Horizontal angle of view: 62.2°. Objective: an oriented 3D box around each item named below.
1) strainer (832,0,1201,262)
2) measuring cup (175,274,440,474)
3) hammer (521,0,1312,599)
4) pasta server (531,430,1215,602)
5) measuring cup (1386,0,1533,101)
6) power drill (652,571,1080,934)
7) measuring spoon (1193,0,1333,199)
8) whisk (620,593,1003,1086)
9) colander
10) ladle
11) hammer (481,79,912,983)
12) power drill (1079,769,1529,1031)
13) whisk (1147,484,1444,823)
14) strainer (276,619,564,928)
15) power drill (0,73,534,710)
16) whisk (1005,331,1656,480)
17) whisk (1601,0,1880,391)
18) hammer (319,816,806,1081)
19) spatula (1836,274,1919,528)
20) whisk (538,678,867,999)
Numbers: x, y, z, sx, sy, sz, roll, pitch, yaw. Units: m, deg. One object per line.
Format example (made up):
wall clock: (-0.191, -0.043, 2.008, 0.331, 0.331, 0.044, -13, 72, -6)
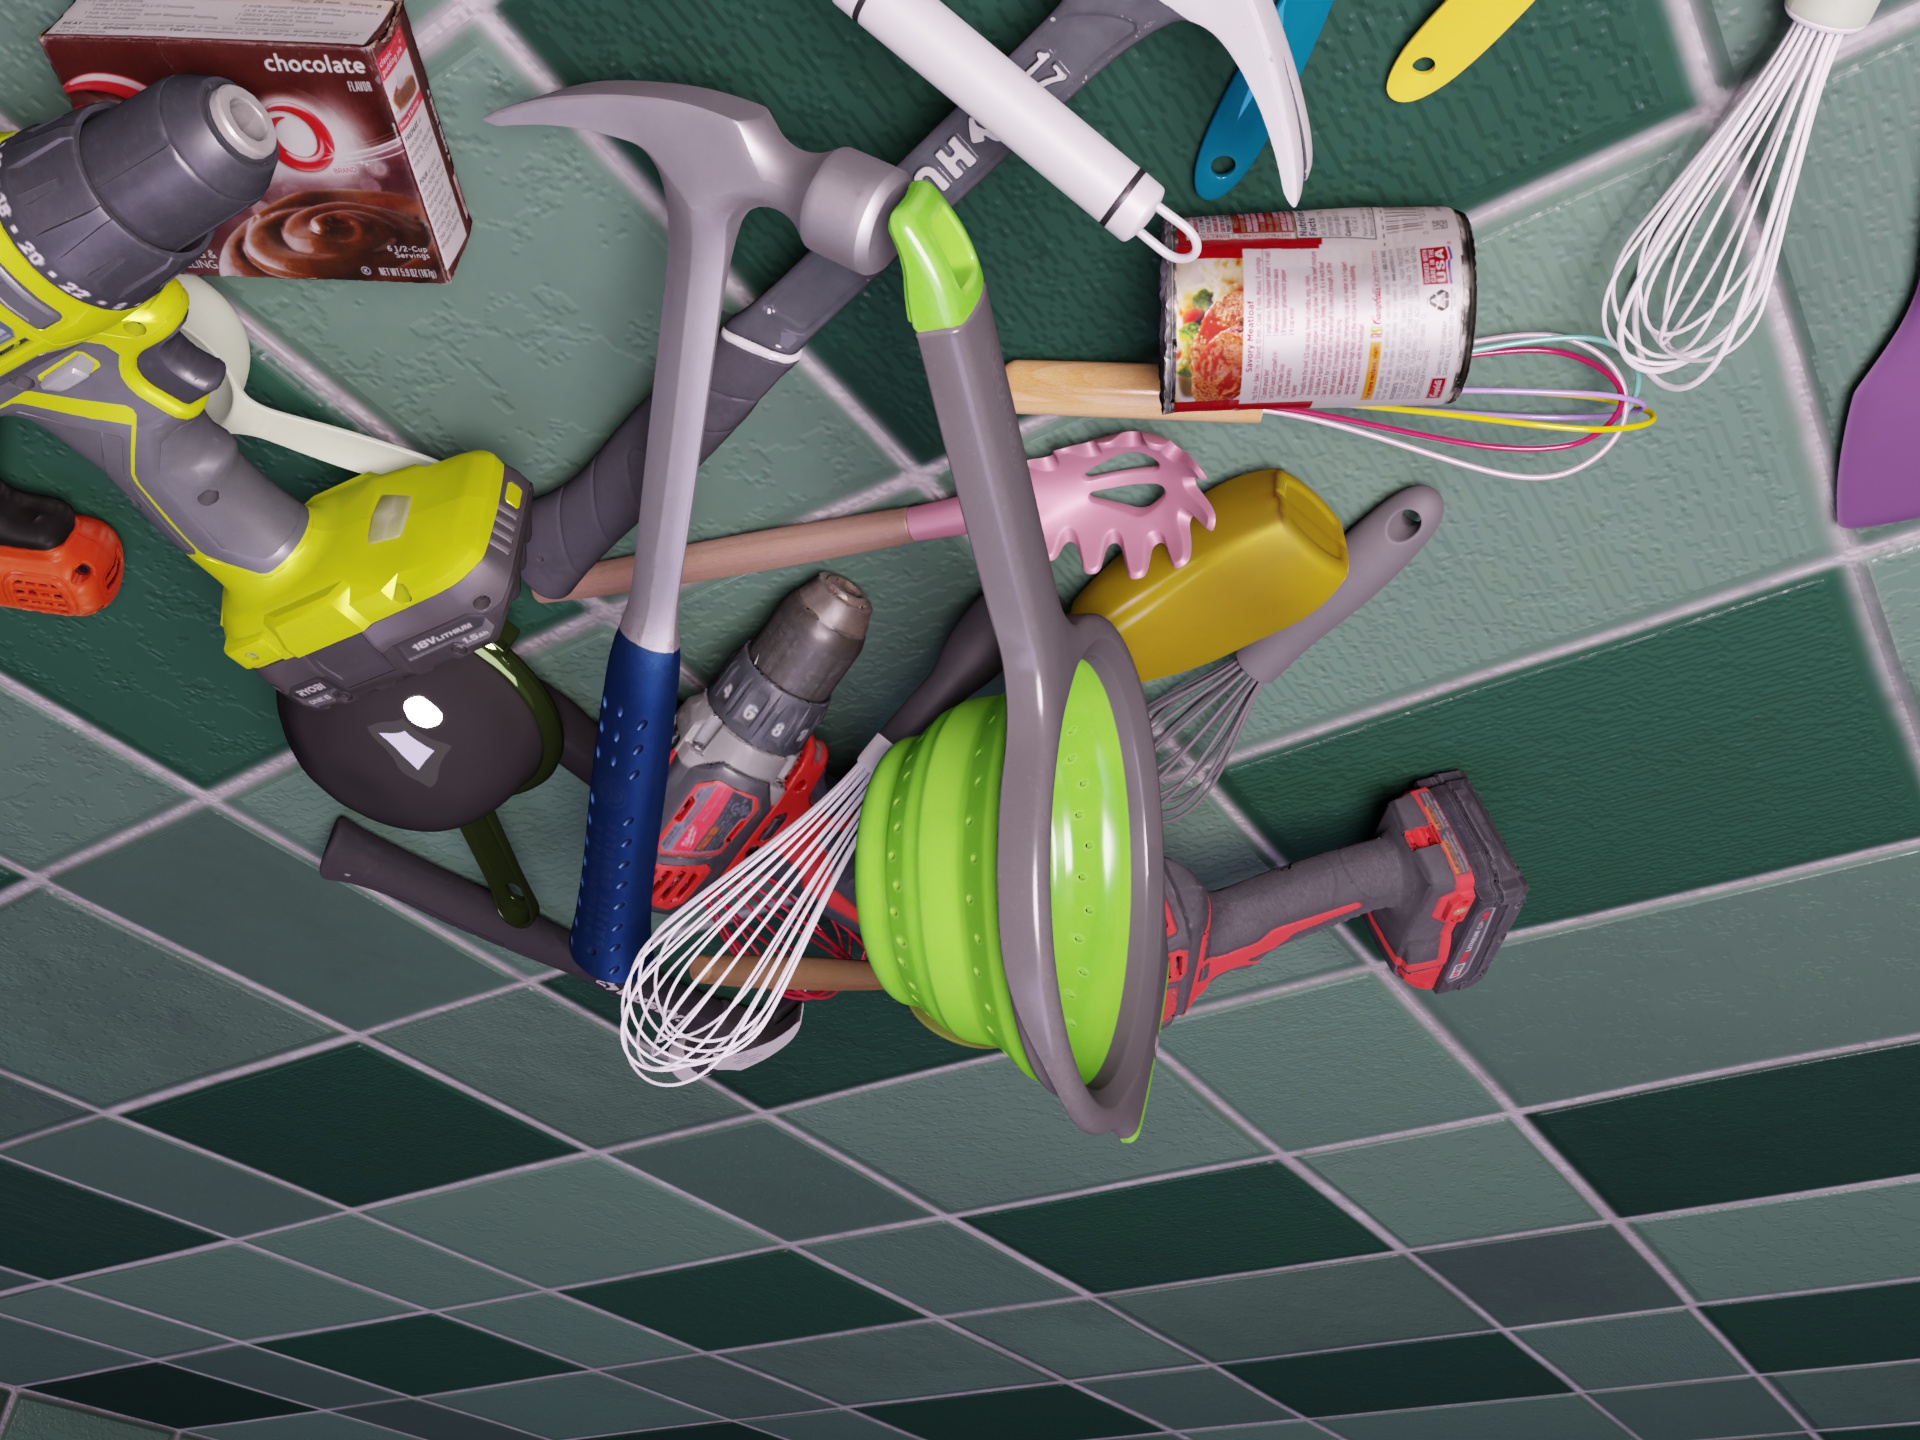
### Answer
strainer: (-0.033, -0.212, 0.447, 0.258, 0.050, 0.087, 38, 144, -6)
measuring cup: (-0.277, -0.133, 0.635, 0.167, 0.038, 0.083, 18, 140, -27)
hammer: (-0.056, -0.145, 0.576, 0.149, 0.036, 0.409, 43, 134, -17)
pasta server: (-0.048, -0.077, 0.684, 0.316, 0.040, 0.060, -8, 120, 17)
measuring cup: (0.176, -0.242, 0.462, 0.062, 0.029, 0.156, 18, 153, -19)
power drill: (-0.042, 0.041, 0.787, 0.226, 0.080, 0.188, 26, 112, -29)
measuring spoon: (0.105, -0.212, 0.500, 0.042, 0.021, 0.128, 14, 141, -12)
whisk: (-0.054, 0.043, 0.707, 0.284, 0.070, 0.070, -51, 130, -4)
colander: (-0.001, -0.002, 0.597, 0.094, 0.205, 0.396, -2, 129, 19)
ladle: (-0.051, 0.154, 0.884, 0.078, 0.062, 0.320, -5, 169, 26)
hammer: (-0.125, -0.045, 0.621, 0.144, 0.035, 0.405, 27, 130, 12)
power drill: (0.166, 0.109, 0.826, 0.219, 0.079, 0.143, -12, 144, -9)
whisk: (0.139, -0.025, 0.731, 0.055, 0.055, 0.239, 20, 136, -20)
strainer: (-0.270, 0.044, 0.809, 0.151, 0.069, 0.256, 7, 138, 14)
power drill: (-0.261, -0.110, 0.569, 0.190, 0.080, 0.228, -18, 140, 21)
whisk: (0.137, -0.123, 0.603, 0.245, 0.047, 0.051, 3, 145, 6)
whisk: (0.257, -0.205, 0.479, 0.058, 0.059, 0.246, -4, 139, -9)
hammer: (-0.246, 0.144, 0.999, 0.146, 0.035, 0.334, -27, 133, 36)
spatula: (0.339, -0.172, 0.537, 0.060, 0.018, 0.315, -10, 142, 17)
whisk: (-0.146, 0.070, 0.876, 0.073, 0.073, 0.295, -20, 131, 29)
